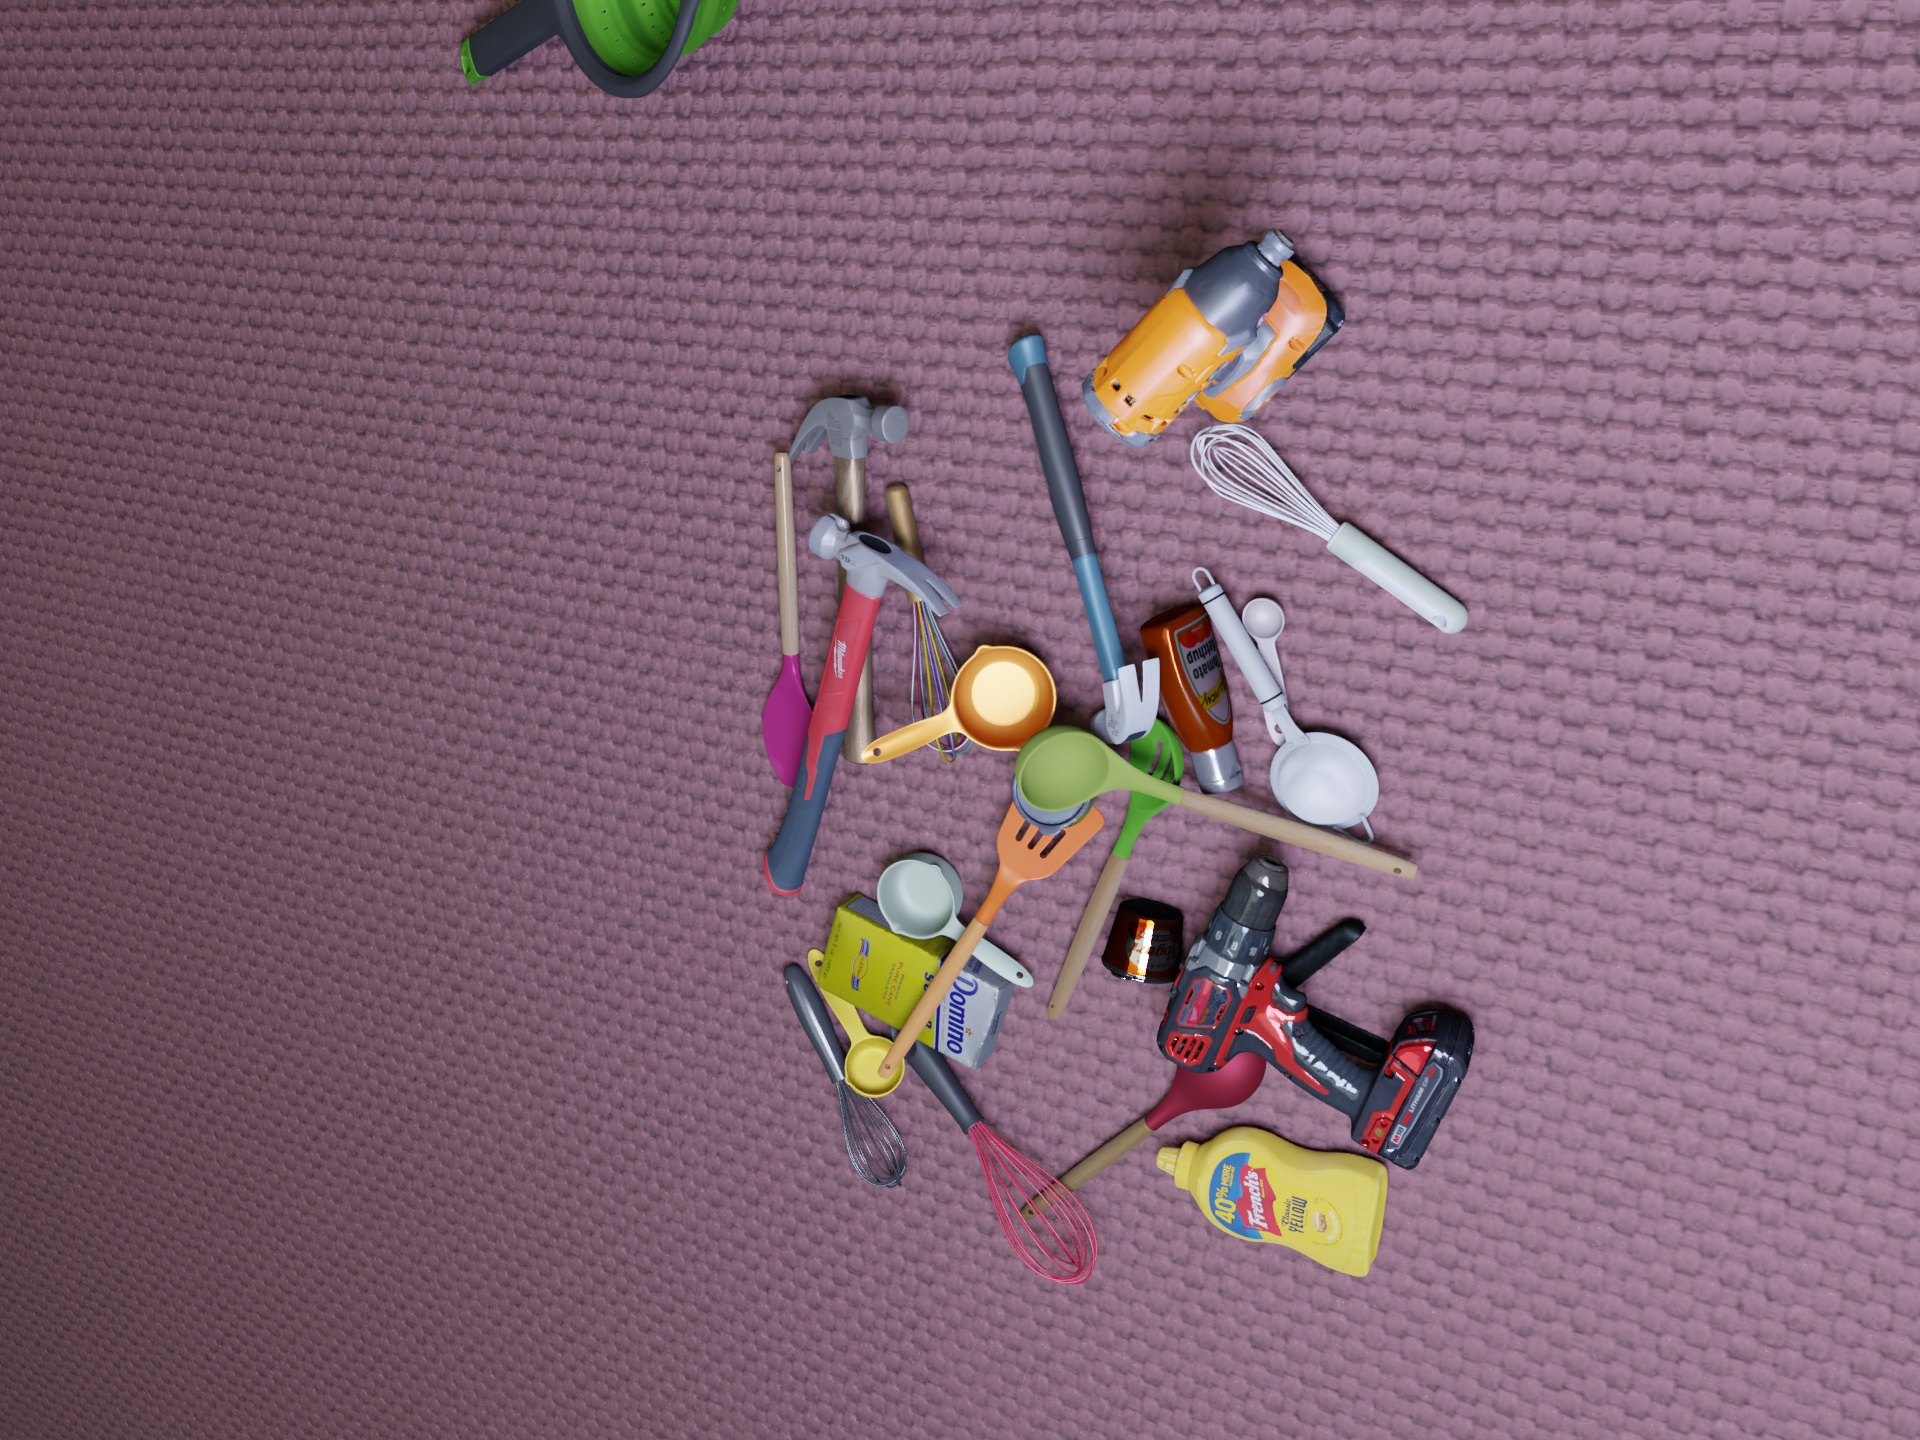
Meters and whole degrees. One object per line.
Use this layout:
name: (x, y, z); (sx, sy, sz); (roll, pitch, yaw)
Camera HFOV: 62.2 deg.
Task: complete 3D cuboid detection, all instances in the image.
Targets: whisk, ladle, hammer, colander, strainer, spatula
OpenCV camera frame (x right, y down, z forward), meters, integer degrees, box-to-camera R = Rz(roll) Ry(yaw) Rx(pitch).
whisk: (-0.030, -0.082, 1.375); (0.051, 0.047, 0.245); (-6, 97, 48)
ladle: (0.152, 0.370, 1.419); (0.069, 0.031, 0.315); (49, 122, 8)
whisk: (0.024, 0.390, 1.462); (0.296, 0.073, 0.073); (51, 121, 20)
whisk: (-0.115, 0.346, 1.546); (0.055, 0.055, 0.239); (-29, 85, 31)
ladle: (0.196, 0.075, 1.245); (0.320, 0.062, 0.078); (18, 124, 13)
hammer: (-0.106, 0.015, 1.408); (0.143, 0.038, 0.386); (34, 127, 22)
hammer: (0.095, -0.143, 1.272); (0.033, 0.128, 0.331); (-15, 90, -12)
colander: (-0.300, -0.616, 1.355); (0.397, 0.094, 0.204); (0, 105, 47)
hammer: (-0.095, -0.119, 1.394); (0.130, 0.031, 0.331); (21, 120, 43)
strainer: (0.247, -0.006, 1.240); (0.087, 0.050, 0.258); (-30, 91, 38)
whisk: (0.276, -0.143, 1.195); (0.246, 0.059, 0.057); (38, 157, 9)
spatula: (0.011, 0.192, 1.406); (0.081, 0.041, 0.322); (34, 110, 9)

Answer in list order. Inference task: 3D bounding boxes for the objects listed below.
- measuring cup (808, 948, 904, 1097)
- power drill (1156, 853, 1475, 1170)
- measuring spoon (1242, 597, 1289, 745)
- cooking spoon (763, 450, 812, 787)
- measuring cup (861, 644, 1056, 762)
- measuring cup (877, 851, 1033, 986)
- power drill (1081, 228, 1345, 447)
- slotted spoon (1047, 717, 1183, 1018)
measuring cup: (-0.107, 0.291, 1.531); (0.157, 0.062, 0.029); (59, 163, 17)
power drill: (0.282, 0.224, 1.243); (0.227, 0.080, 0.187); (25, 111, 15)
measuring spoon: (0.248, -0.039, 1.260); (0.034, 0.018, 0.124); (0, 111, 32)
cooking spoon: (-0.155, -0.086, 1.449); (0.069, 0.017, 0.318); (11, 113, 30)
measuring cup: (-0.002, -0.004, 1.344); (0.173, 0.052, 0.095); (-23, 94, 6)
measuring cup: (0.002, 0.183, 1.441); (0.167, 0.038, 0.083); (36, 115, 7)
power drill: (0.189, -0.271, 1.098); (0.084, 0.226, 0.164); (50, 120, 7)
slotted spoon: (0.128, 0.133, 1.360); (0.070, 0.031, 0.313); (52, 132, 46)
